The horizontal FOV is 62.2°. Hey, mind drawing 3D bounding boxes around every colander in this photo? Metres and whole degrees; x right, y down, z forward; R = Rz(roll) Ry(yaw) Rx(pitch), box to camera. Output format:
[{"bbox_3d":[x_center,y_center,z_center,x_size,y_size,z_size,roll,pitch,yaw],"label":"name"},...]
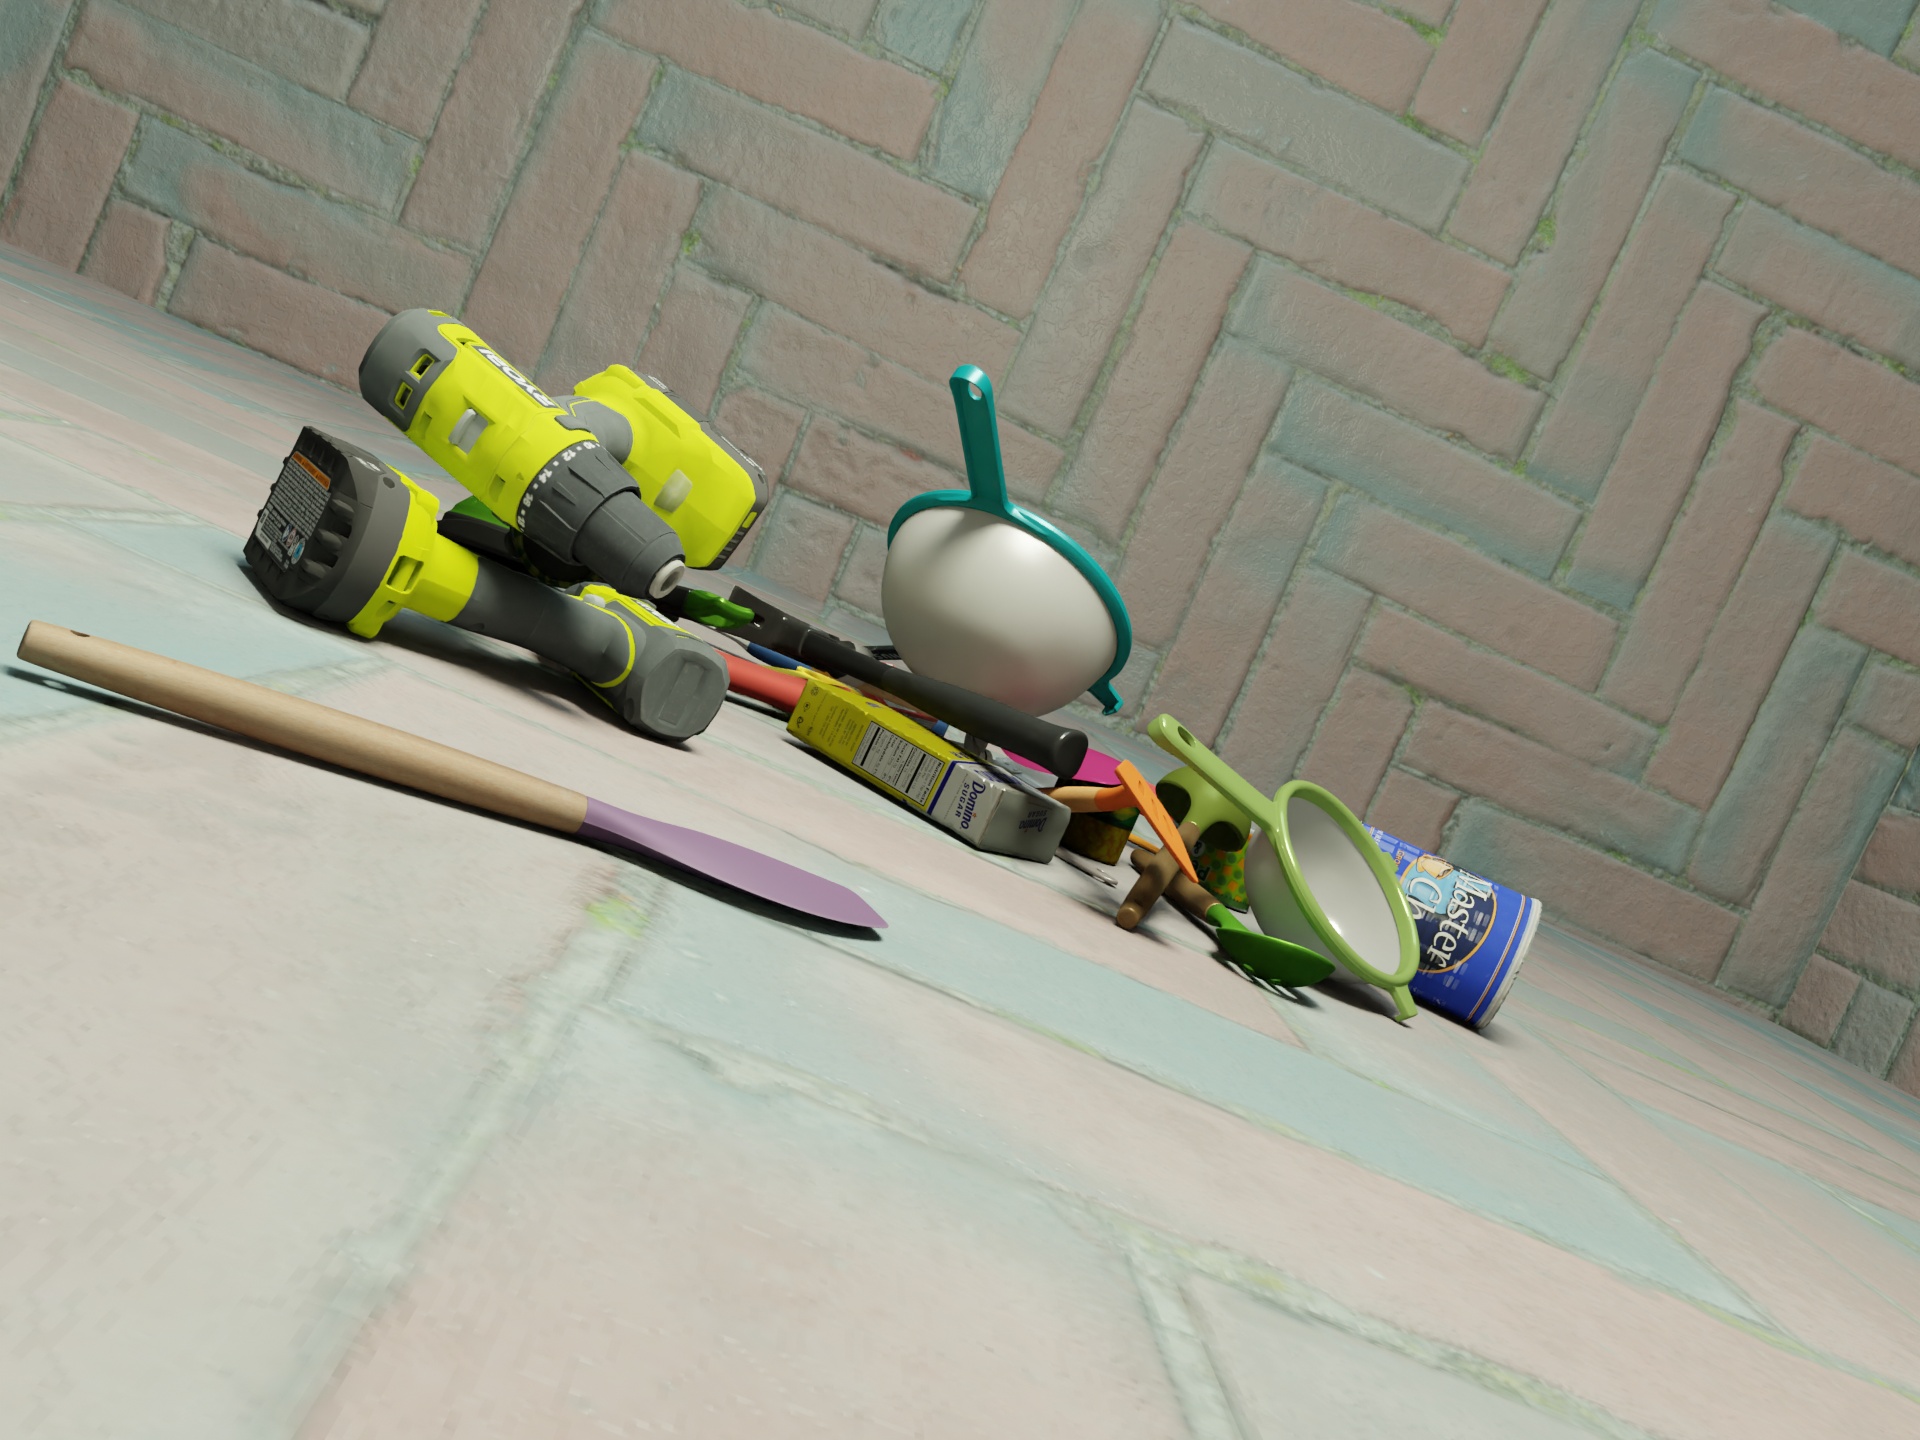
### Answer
[{"bbox_3d":[-0.251,-0.137,1.162,0.204,0.094,0.397,22,-3,-39],"label":"colander"}]

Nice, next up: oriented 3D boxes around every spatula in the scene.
[{"bbox_3d":[0.078,0.057,1.041,0.081,0.041,0.322,55,-15,-8],"label":"spatula"},{"bbox_3d":[-0.157,0.026,0.560,0.315,0.018,0.060,22,6,-31],"label":"spatula"}]

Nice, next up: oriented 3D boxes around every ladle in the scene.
[{"bbox_3d":[0.139,0.090,1.053,0.078,0.062,0.320,38,21,8],"label":"ladle"}]

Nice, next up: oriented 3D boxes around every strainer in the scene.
[{"bbox_3d":[0.196,0.089,1.036,0.256,0.069,0.152,39,34,-21],"label":"strainer"},{"bbox_3d":[0.009,-0.103,1.153,0.211,0.095,0.340,21,-29,21],"label":"strainer"},{"bbox_3d":[0.025,0.033,1.321,0.258,0.050,0.087,15,14,-43],"label":"strainer"}]

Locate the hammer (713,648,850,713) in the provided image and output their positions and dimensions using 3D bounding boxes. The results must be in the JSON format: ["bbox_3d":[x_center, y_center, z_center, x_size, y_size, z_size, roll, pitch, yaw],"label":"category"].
[{"bbox_3d":[-0.226,-0.058,1.074,0.358,0.036,0.149,20,6,-39],"label":"hammer"}]

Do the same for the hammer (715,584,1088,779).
[{"bbox_3d":[-0.036,-0.023,1.073,0.146,0.035,0.335,24,0,-41],"label":"hammer"}]

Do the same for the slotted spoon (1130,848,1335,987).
[{"bbox_3d":[0.163,0.124,1.052,0.070,0.031,0.314,23,3,-12],"label":"slotted spoon"}]

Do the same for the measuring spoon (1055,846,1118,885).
[{"bbox_3d":[0.065,0.080,1.089,0.034,0.018,0.124,20,7,-47],"label":"measuring spoon"}]

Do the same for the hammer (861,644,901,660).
[{"bbox_3d":[-0.016,-0.058,1.415,0.149,0.036,0.409,30,-18,-38],"label":"hammer"}]

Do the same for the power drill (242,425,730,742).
[{"bbox_3d":[-0.250,-0.068,0.846,0.223,0.080,0.171,25,3,-39],"label":"power drill"}]

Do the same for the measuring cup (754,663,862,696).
[{"bbox_3d":[-0.131,-0.023,1.234,0.062,0.029,0.156,26,7,25],"label":"measuring cup"}]

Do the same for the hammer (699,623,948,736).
[{"bbox_3d":[-0.197,-0.075,1.426,0.405,0.035,0.144,24,5,-3],"label":"hammer"}]

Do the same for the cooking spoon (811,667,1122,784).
[{"bbox_3d":[-0.002,-0.004,1.186,0.319,0.017,0.068,20,21,39],"label":"cooking spoon"}]

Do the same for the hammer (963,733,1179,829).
[{"bbox_3d":[0.181,0.088,1.295,0.386,0.038,0.143,29,24,-2],"label":"hammer"}]

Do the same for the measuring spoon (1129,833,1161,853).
[{"bbox_3d":[0.177,0.112,1.349,0.117,0.011,0.021,26,5,26],"label":"measuring spoon"}]

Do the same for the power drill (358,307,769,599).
[{"bbox_3d":[-0.195,-0.136,0.876,0.190,0.080,0.228,40,13,8],"label":"power drill"}]
